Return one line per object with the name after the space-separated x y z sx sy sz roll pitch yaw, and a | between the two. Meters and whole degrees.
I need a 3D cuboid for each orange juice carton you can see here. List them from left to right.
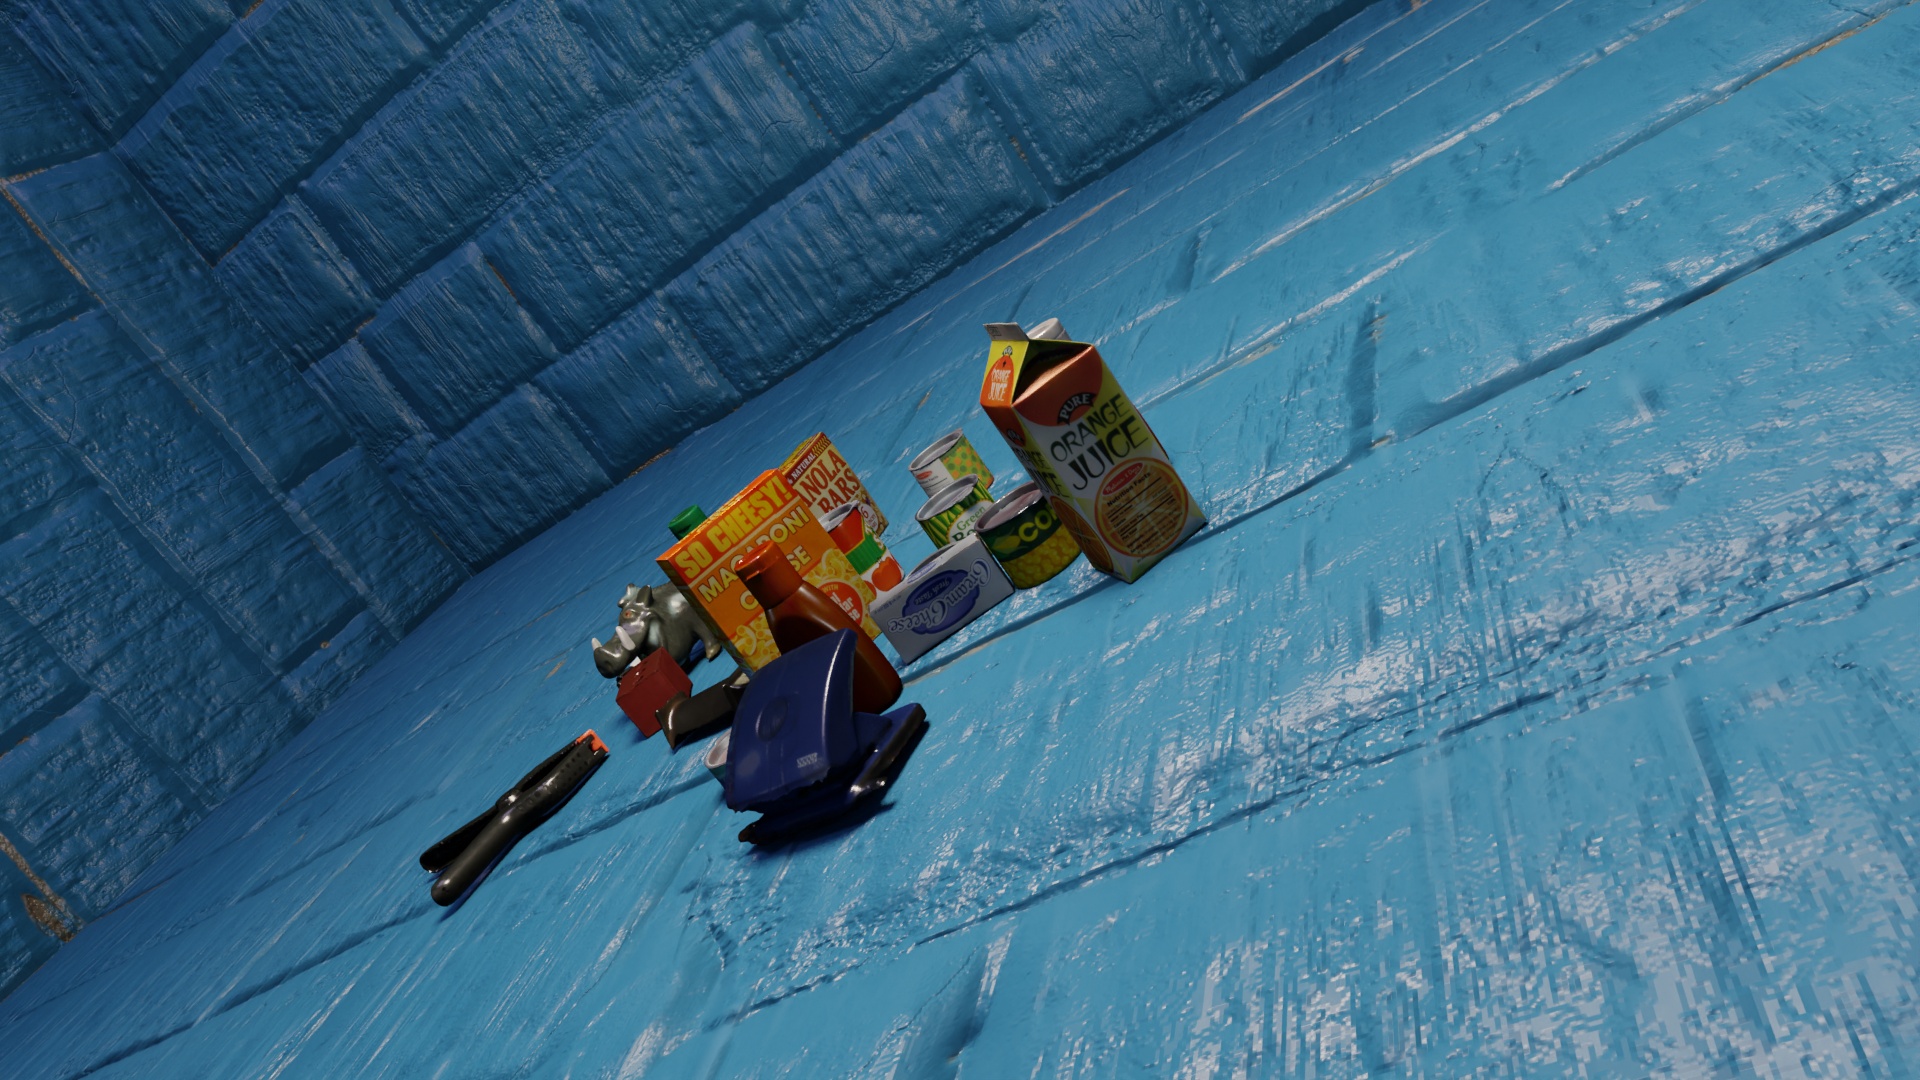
0.080 -0.071 0.955 0.073 0.192 0.072 -38 15 -8 | orange juice carton

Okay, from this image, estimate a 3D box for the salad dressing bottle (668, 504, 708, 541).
-0.235 0.032 1.395 0.064 0.147 0.044 -32 16 14 | salad dressing bottle

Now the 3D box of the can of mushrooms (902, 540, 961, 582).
-0.014 0.034 1.141 0.071 0.033 0.071 -33 16 10 | can of mushrooms

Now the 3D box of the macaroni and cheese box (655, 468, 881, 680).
-0.154 0.043 1.159 0.124 0.166 0.040 -42 16 -22 | macaroni and cheese box

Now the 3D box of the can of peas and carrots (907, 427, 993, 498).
-0.008 -0.069 1.382 0.071 0.058 0.071 -33 16 10 | can of peas and carrots

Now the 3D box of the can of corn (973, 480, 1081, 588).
0.055 -0.005 1.066 0.071 0.058 0.071 -33 16 10 | can of corn

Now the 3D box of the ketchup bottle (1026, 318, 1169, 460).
0.101 -0.105 1.092 0.064 0.148 0.044 -23 20 39 | ketchup bottle

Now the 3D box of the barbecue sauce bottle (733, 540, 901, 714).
-0.109 0.068 1.024 0.064 0.148 0.044 -29 16 22 | barbecue sauce bottle

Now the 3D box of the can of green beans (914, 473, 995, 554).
0.003 -0.015 1.204 0.071 0.057 0.071 -33 16 10 | can of green beans

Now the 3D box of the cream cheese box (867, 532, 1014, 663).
-0.015 0.045 1.074 0.104 0.053 0.024 -35 15 3 | cream cheese box

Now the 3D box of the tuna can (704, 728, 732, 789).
-0.162 0.164 1.070 0.071 0.032 0.071 -33 16 10 | tuna can

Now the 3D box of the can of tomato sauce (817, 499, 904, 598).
-0.099 0.016 1.281 0.071 0.083 0.071 -33 16 10 | can of tomato sauce

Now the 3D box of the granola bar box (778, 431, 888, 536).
-0.149 -0.020 1.412 0.039 0.124 0.166 -26 18 32 | granola bar box
